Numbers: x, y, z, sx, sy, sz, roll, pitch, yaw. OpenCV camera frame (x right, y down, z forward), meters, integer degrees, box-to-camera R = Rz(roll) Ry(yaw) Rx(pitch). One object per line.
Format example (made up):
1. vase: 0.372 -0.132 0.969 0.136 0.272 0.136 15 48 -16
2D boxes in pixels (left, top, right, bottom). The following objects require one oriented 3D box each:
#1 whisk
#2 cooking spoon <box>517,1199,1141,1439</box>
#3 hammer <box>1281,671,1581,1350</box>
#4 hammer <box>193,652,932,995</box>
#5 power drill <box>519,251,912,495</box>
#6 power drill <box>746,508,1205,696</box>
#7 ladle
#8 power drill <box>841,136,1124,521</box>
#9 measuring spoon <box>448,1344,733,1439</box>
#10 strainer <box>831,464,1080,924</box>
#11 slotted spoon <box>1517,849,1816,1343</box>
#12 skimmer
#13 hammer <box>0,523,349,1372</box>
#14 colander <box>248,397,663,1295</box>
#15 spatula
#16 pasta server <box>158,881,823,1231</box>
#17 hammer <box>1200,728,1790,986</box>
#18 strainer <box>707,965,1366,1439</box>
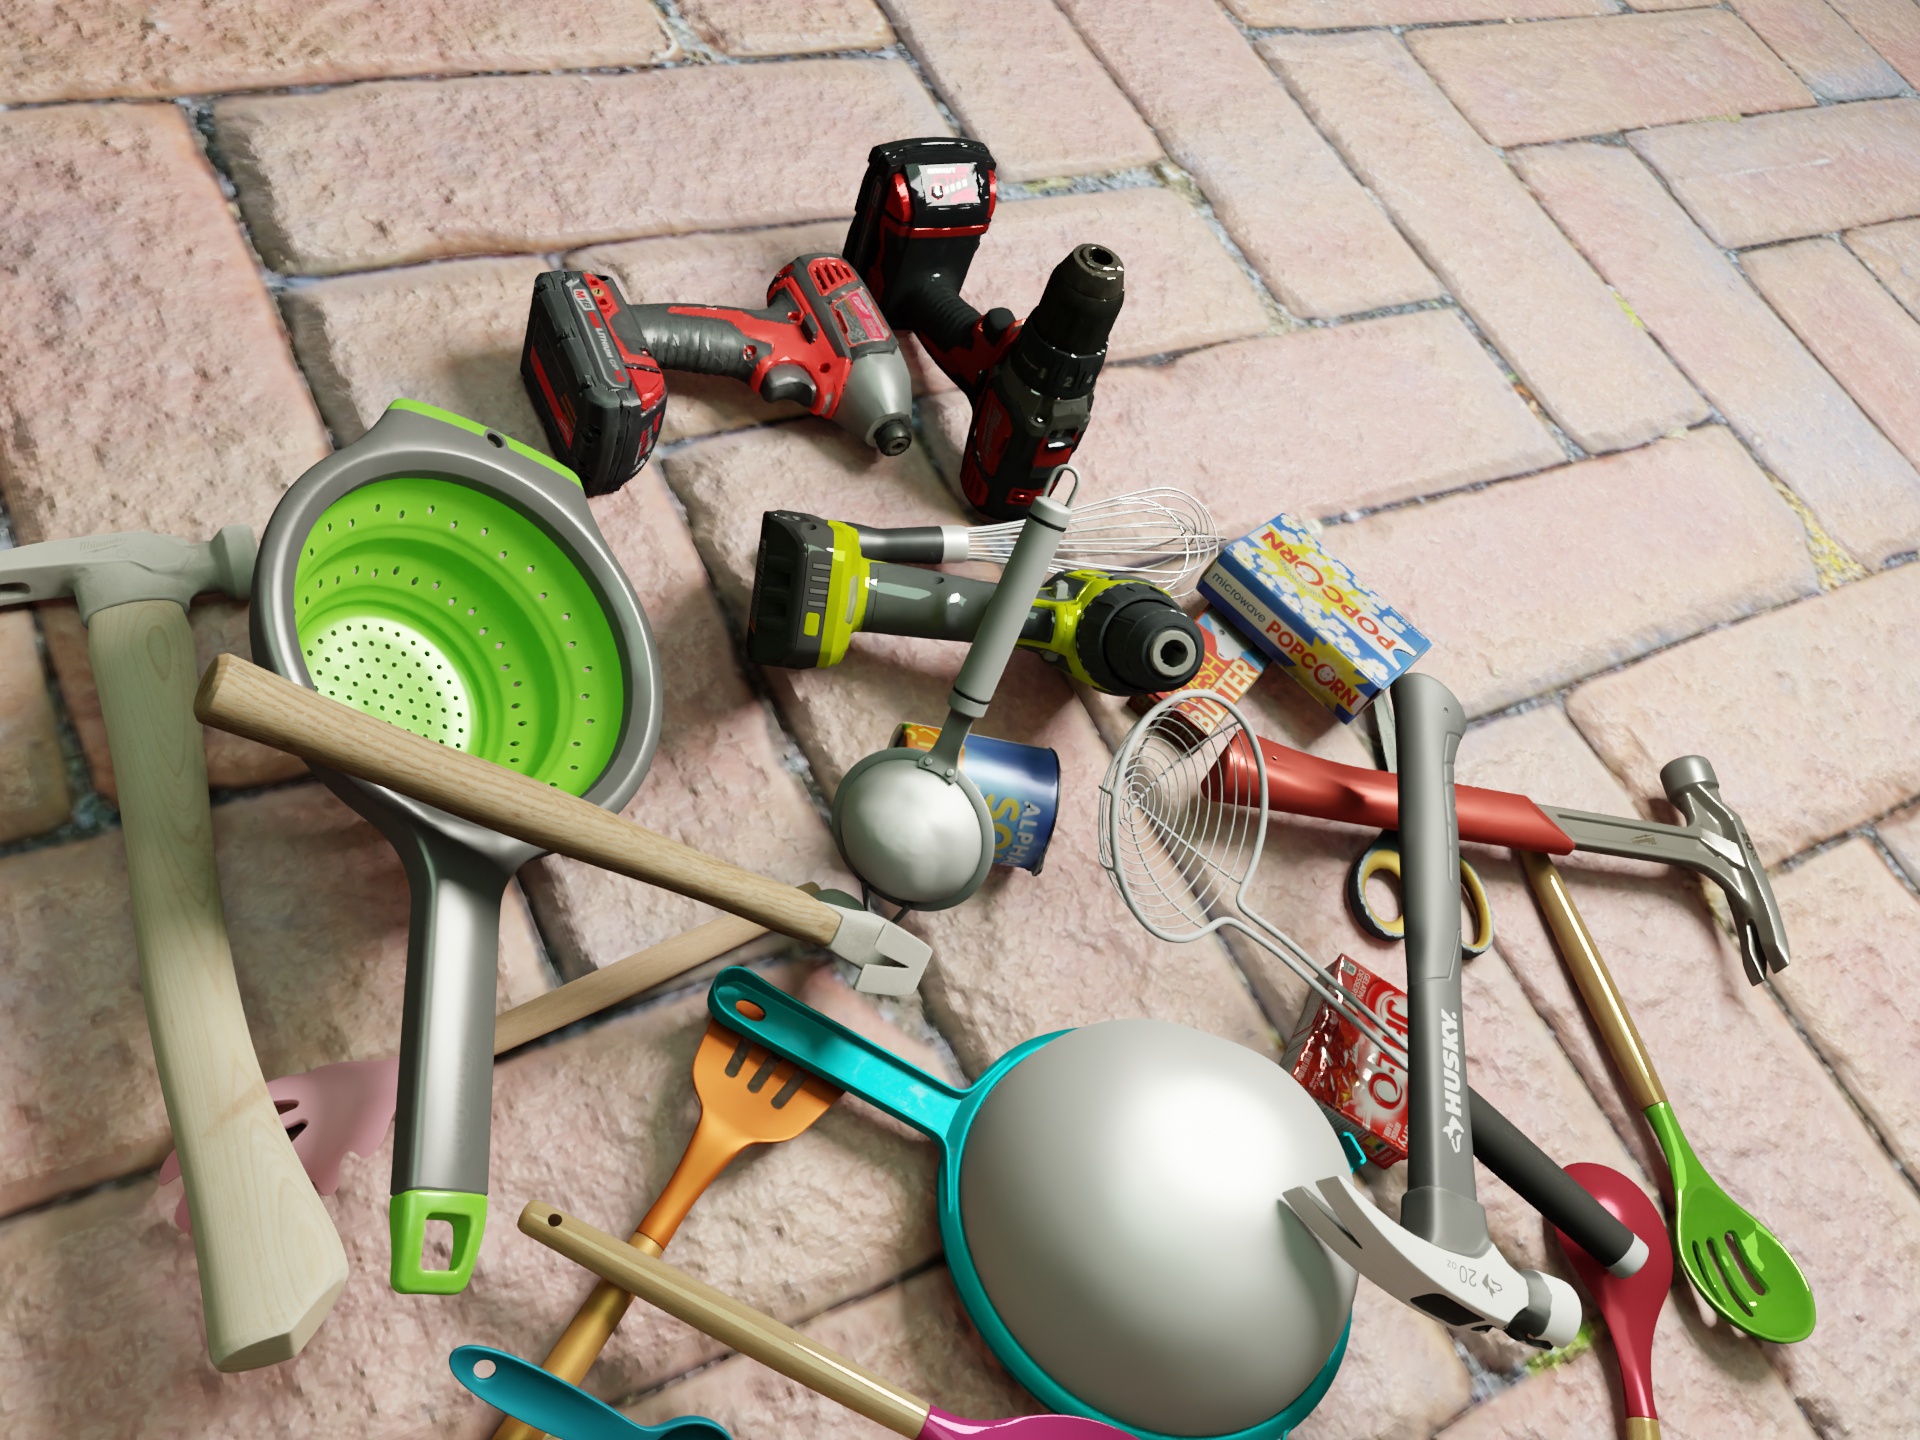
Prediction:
1. whisk: 0.026 -0.105 0.947 0.284 0.070 0.070 -3 59 -16
2. cooking spoon: -0.039 0.275 0.651 0.319 0.017 0.069 27 48 2
3. hammer: 0.225 0.115 0.769 0.146 0.035 0.335 26 52 -22
4. hammer: -0.151 0.050 0.670 0.331 0.130 0.031 26 84 -30
5. power drill: -0.135 -0.206 0.943 0.219 0.078 0.143 -14 64 -30
6. power drill: 0.008 -0.055 0.837 0.228 0.191 0.080 7 97 -10
7. ladle: 0.330 0.365 0.766 0.069 0.031 0.316 14 56 -10
8. power drill: 0.017 -0.258 0.964 0.080 0.187 0.227 -12 59 -27
9. measuring spoon: -0.146 0.277 0.635 0.128 0.021 0.042 34 85 -16
10. strainer: -0.001 -0.002 0.755 0.087 0.258 0.050 27 17 11
11. slotted spoon: 0.381 0.193 0.896 0.070 0.031 0.314 -3 58 -23
12. skimmer: 0.212 0.136 0.791 0.363 0.090 0.127 42 56 7
13. hammer: -0.343 0.075 0.675 0.146 0.038 0.411 -12 55 -24
14. colander: -0.242 0.051 0.709 0.204 0.094 0.397 22 53 -43
15. spatula: -0.147 0.245 0.675 0.081 0.041 0.323 33 57 2
16. pasta server: -0.197 0.139 0.725 0.316 0.040 0.060 -22 68 -34
17. hammer: 0.311 0.064 0.925 0.359 0.036 0.149 9 52 -16
18. strainer: 0.046 0.182 0.720 0.340 0.095 0.211 29 44 -1
